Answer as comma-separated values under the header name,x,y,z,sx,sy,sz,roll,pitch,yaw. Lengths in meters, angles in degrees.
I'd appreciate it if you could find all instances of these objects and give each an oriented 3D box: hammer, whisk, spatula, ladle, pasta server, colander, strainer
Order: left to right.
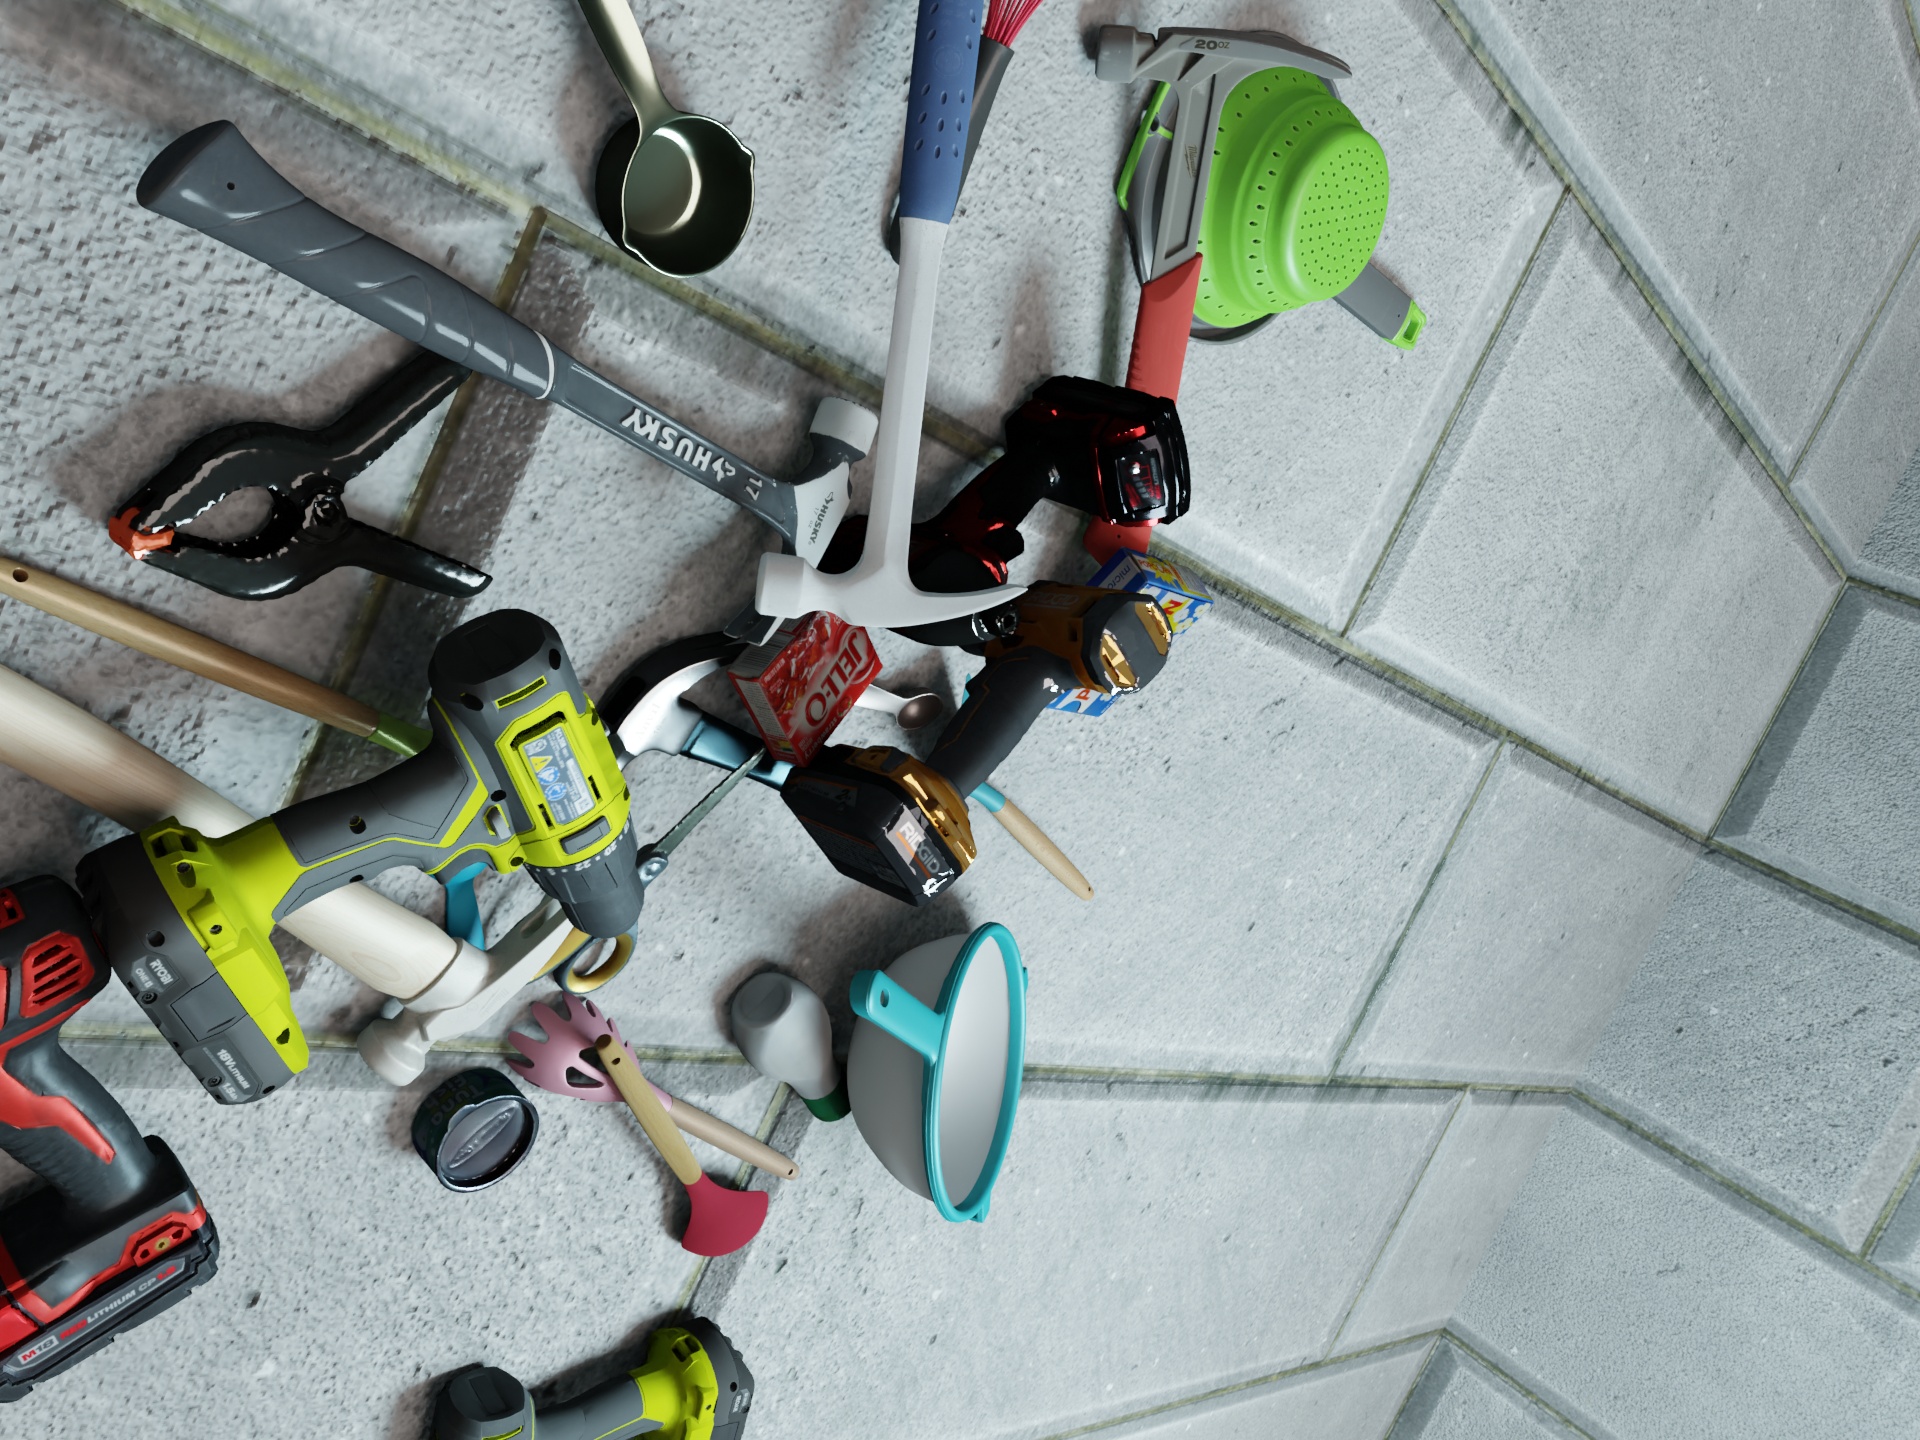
name,x,y,z,sx,sy,sz,roll,pitch,yaw
hammer,-0.345,0.042,0.731,0.146,0.038,0.410,-43,138,-2
ladle,-0.295,-0.010,0.753,0.319,0.062,0.078,31,55,-48
hammer,-0.189,-0.156,0.755,0.408,0.036,0.149,24,85,-53
pasta server,-0.189,0.259,1.059,0.060,0.040,0.315,-52,144,-9
ladle,-0.183,0.284,1.039,0.069,0.031,0.315,-31,142,-14
hammer,-0.098,0.039,1.009,0.330,0.033,0.128,27,94,-51
strainer,-0.043,0.222,1.092,0.340,0.095,0.211,54,44,-61
hammer,-0.015,-0.249,0.833,0.144,0.035,0.405,6,97,-7
whisk,0.028,-0.386,0.861,0.073,0.073,0.295,6,115,-48
spatula,0.046,0.073,1.175,0.317,0.044,0.082,46,47,-52
hammer,0.140,-0.253,1.025,0.037,0.149,0.358,-75,172,-55
colander,0.268,-0.330,1.117,0.396,0.095,0.204,13,103,-50

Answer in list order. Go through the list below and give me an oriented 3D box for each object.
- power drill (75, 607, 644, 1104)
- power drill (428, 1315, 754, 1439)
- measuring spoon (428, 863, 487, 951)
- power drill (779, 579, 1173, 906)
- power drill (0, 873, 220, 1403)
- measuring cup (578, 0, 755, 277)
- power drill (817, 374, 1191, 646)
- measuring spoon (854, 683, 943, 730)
name,x,y,z,sx,sy,sz,roll,pitch,yaw
power drill,-0.260,0.074,0.743,0.228,0.080,0.190,-31,135,-21
power drill,-0.265,0.509,1.098,0.223,0.080,0.171,0,112,-43
measuring spoon,-0.270,0.109,0.877,0.042,0.021,0.128,-21,126,-38
power drill,-0.002,-0.003,0.966,0.226,0.185,0.084,-44,118,-19
power drill,-0.449,0.195,0.702,0.188,0.080,0.226,-29,129,-32
measuring cup,-0.154,-0.288,0.742,0.083,0.038,0.167,-42,136,-20
power drill,0.034,-0.121,0.965,0.220,0.143,0.078,-38,132,-28
measuring spoon,-0.061,-0.020,1.029,0.124,0.018,0.034,17,123,-44
